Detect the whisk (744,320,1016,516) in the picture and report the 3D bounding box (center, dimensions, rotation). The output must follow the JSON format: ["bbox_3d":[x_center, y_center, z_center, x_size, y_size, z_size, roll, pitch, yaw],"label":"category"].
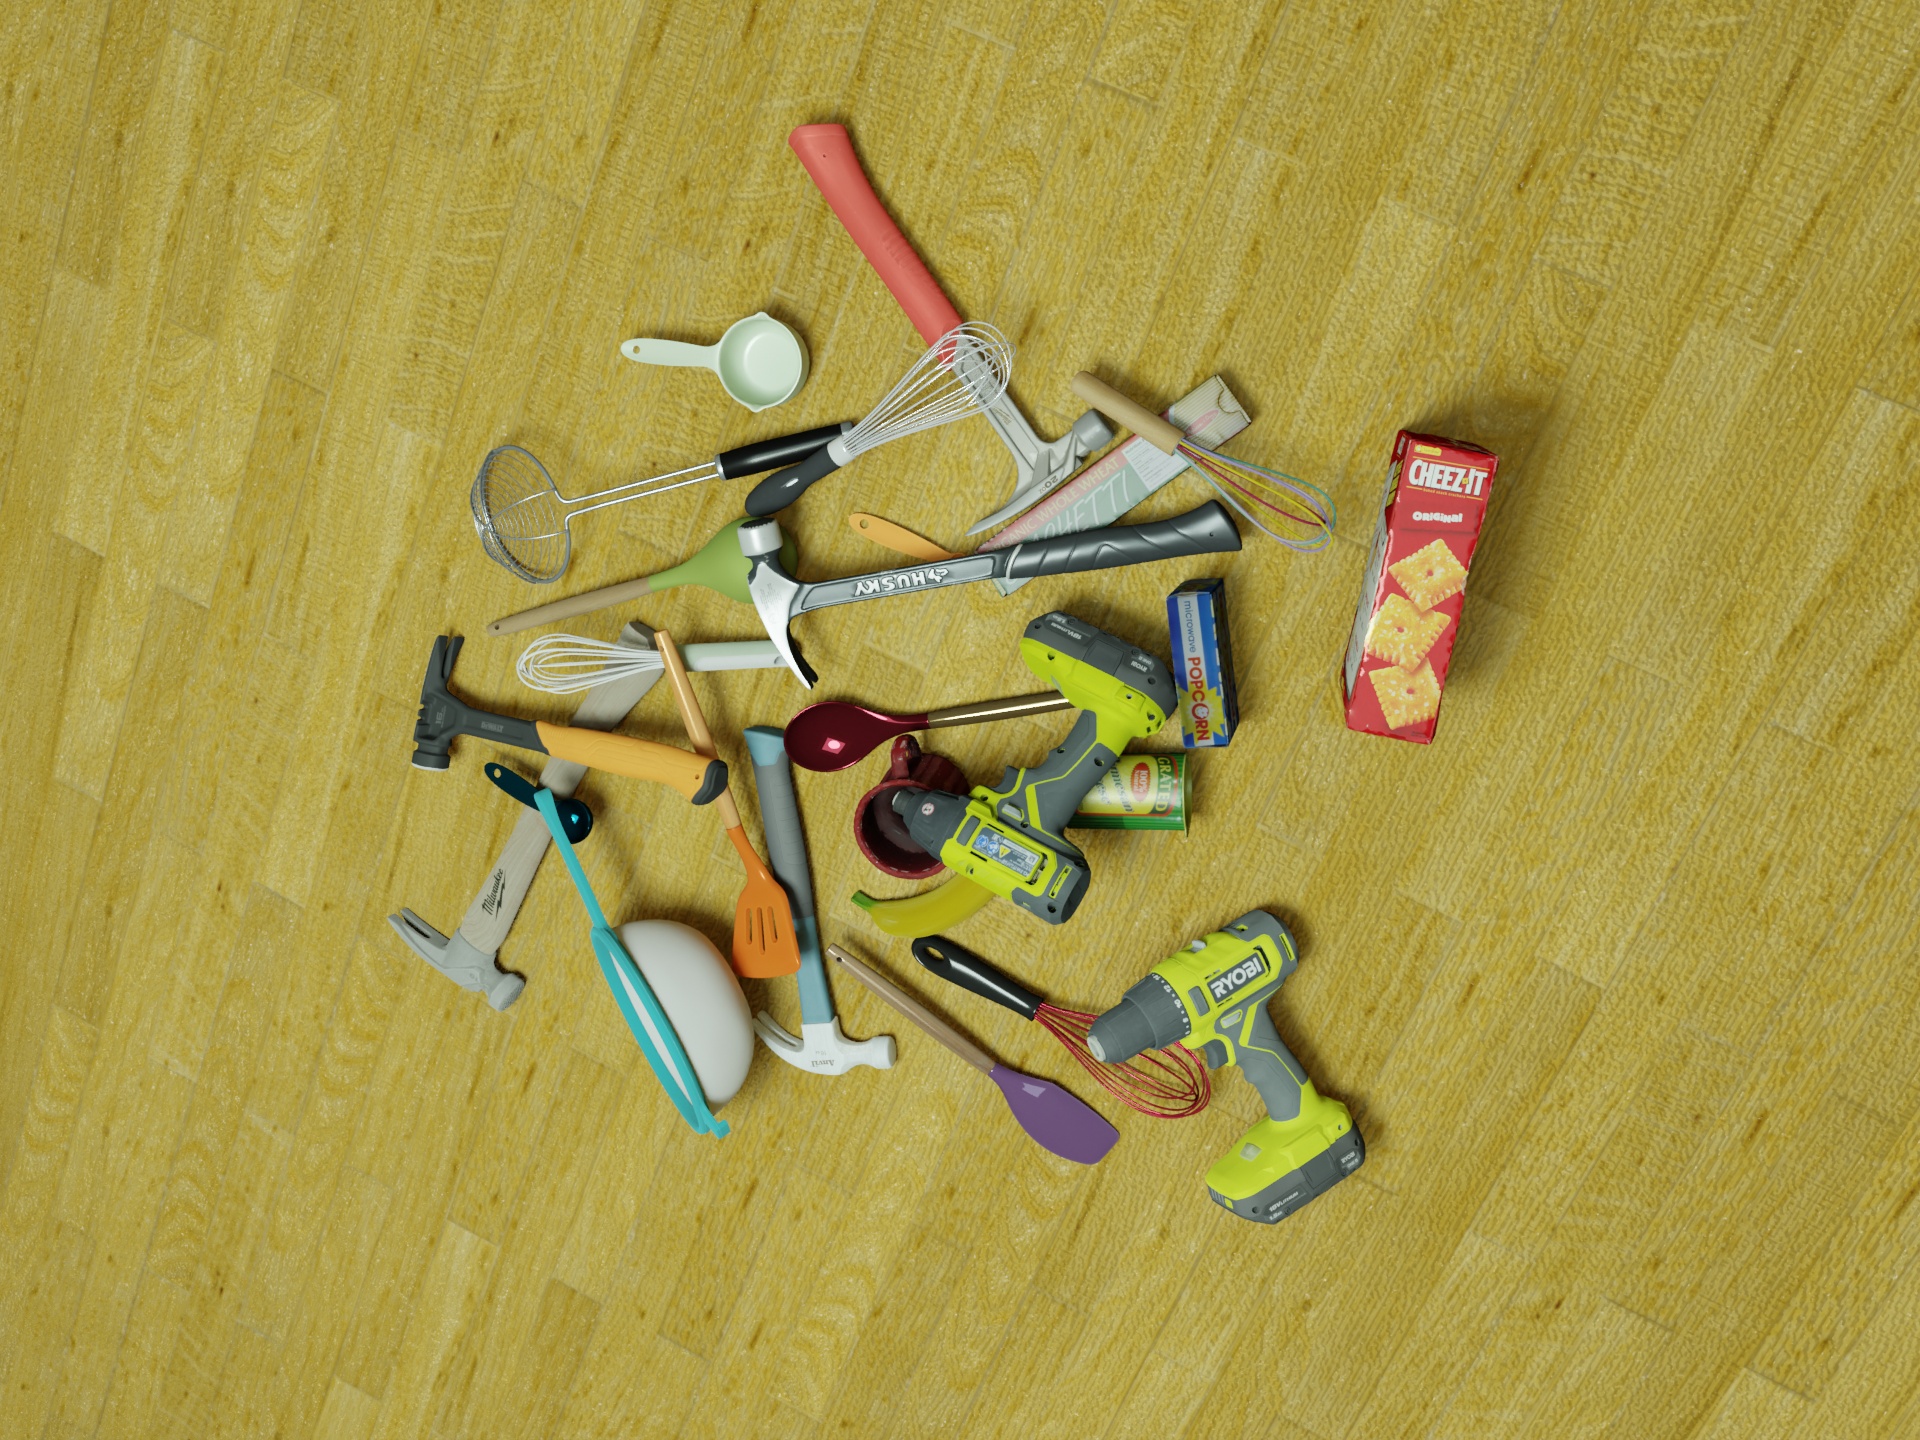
[{"bbox_3d":[-0.071,-0.237,1.306,0.284,0.070,0.070,-27,94,29],"label":"whisk"}]

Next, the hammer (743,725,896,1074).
[{"bbox_3d":[-0.148,0.166,1.454,0.128,0.033,0.331,-7,100,15],"label":"hammer"}]

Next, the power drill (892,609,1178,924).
[{"bbox_3d":[0.062,0.032,1.289,0.171,0.080,0.223,27,77,20],"label":"power drill"}]

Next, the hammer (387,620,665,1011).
[{"bbox_3d":[-0.398,0.078,1.498,0.146,0.038,0.410,34,107,7],"label":"hammer"}]

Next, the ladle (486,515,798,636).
[{"bbox_3d":[-0.291,-0.115,1.431,0.320,0.062,0.078,-13,83,24],"label":"ladle"}]

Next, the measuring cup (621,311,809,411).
[{"bbox_3d":[-0.209,-0.312,1.365,0.167,0.038,0.083,9,104,14],"label":"measuring cup"}]

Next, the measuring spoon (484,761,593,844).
[{"bbox_3d":[-0.387,0.072,1.470,0.129,0.021,0.042,29,101,19],"label":"measuring spoon"}]

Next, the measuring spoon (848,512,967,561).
[{"bbox_3d":[-0.044,-0.154,1.372,0.117,0.011,0.021,24,108,12],"label":"measuring spoon"}]

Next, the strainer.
[{"bbox_3d":[-0.272,0.201,1.434,0.095,0.211,0.340,-26,97,-21],"label":"strainer"}]

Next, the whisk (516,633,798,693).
[{"bbox_3d":[-0.265,-0.053,1.401,0.246,0.059,0.057,-3,142,-5],"label":"whisk"}]

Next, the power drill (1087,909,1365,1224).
[{"bbox_3d":[0.224,0.297,1.328,0.190,0.080,0.228,-28,98,-17],"label":"power drill"}]

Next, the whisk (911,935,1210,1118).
[{"bbox_3d":[0.085,0.266,1.405,0.296,0.073,0.073,27,107,14],"label":"whisk"}]

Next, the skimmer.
[{"bbox_3d":[-0.264,-0.212,1.404,0.363,0.090,0.127,-13,104,6],"label":"skimmer"}]

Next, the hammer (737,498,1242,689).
[{"bbox_3d":[0.025,-0.122,1.311,0.409,0.036,0.149,-8,109,11],"label":"hammer"}]

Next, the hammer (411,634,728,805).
[{"bbox_3d":[-0.351,0.012,1.421,0.337,0.034,0.127,12,92,25],"label":"hammer"}]

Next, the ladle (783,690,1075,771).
[{"bbox_3d":[-0.002,-0.004,1.383,0.315,0.031,0.069,-9,117,14],"label":"ladle"}]

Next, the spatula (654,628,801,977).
[{"bbox_3d":[-0.213,0.074,1.399,0.081,0.041,0.322,-9,107,34],"label":"spatula"}]

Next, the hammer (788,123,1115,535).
[{"bbox_3d":[-0.033,-0.334,1.315,0.149,0.037,0.359,-35,92,18],"label":"hammer"}]

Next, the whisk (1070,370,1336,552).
[{"bbox_3d":[0.190,-0.207,1.248,0.245,0.047,0.051,35,108,12],"label":"whisk"}]

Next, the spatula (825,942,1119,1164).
[{"bbox_3d":[0.006,0.301,1.436,0.316,0.018,0.059,38,108,-4],"label":"spatula"}]
